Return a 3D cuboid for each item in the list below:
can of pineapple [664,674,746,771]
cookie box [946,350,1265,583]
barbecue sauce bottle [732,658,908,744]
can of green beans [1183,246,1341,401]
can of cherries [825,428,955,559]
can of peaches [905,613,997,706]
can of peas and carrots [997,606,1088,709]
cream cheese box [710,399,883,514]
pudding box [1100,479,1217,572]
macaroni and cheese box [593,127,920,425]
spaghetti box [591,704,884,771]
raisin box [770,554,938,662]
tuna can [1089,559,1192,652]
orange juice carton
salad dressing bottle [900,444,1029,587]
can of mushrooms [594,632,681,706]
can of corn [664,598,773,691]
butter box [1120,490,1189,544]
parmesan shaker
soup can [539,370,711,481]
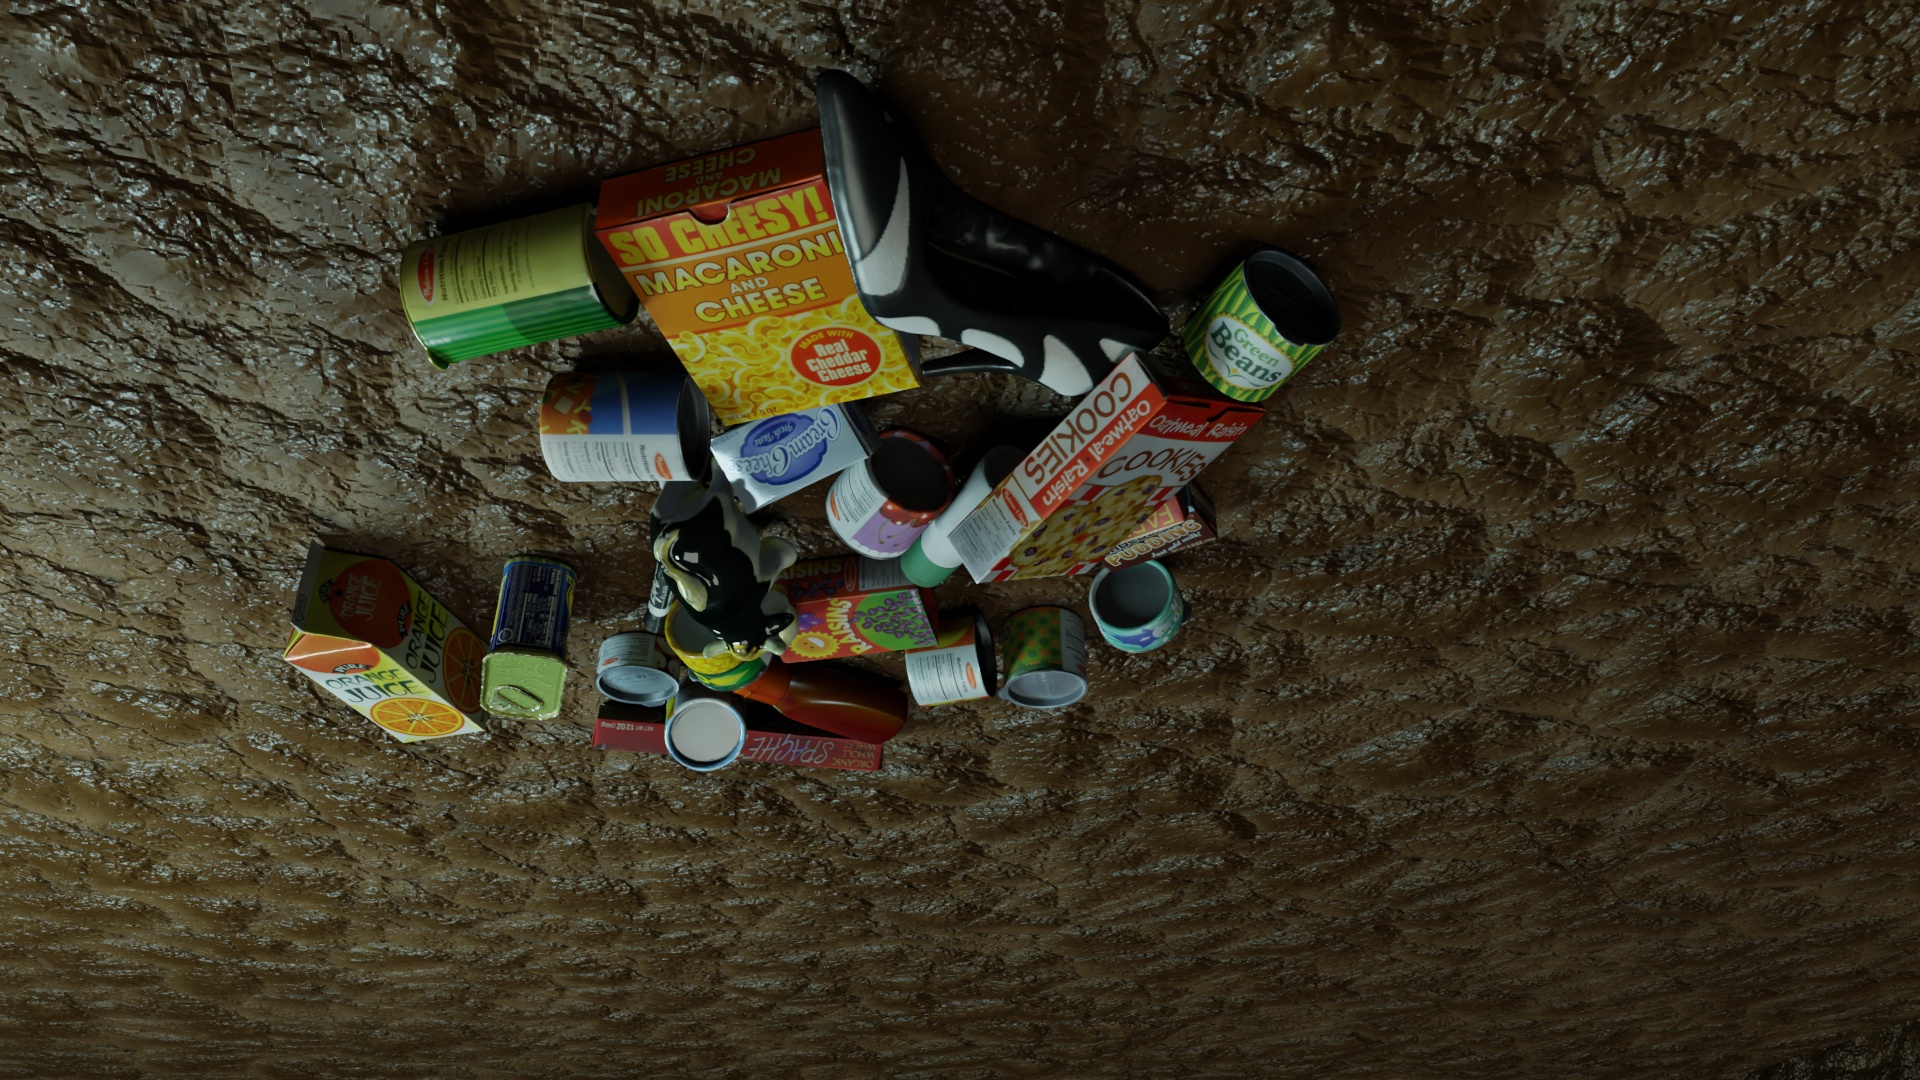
[{"bbox_3d":[-0.208,0.150,1.140,0.071,0.058,0.070,-3,106,-9],"label":"can of pineapple"},{"bbox_3d":[0.089,-0.040,0.835,0.166,0.040,0.123,-45,156,29],"label":"cookie box"},{"bbox_3d":[-0.119,0.129,1.154,0.148,0.044,0.064,22,142,-31],"label":"barbecue sauce bottle"},{"bbox_3d":[0.166,-0.119,0.770,0.071,0.071,0.057,15,143,-24],"label":"can of green beans"},{"bbox_3d":[-0.043,-0.031,0.896,0.071,0.072,0.058,16,141,-25],"label":"can of cherries"},{"bbox_3d":[-0.007,0.093,1.087,0.058,0.071,0.071,-10,146,12],"label":"can of peaches"},{"bbox_3d":[0.063,0.093,1.093,0.071,0.059,0.070,-1,146,0],"label":"can of peas and carrots"},{"bbox_3d":[-0.104,-0.060,0.862,0.103,0.024,0.053,-23,104,29],"label":"cream cheese box"},{"bbox_3d":[0.131,-0.012,0.964,0.083,0.030,0.049,-19,142,24],"label":"pudding box"},{"bbox_3d":[-0.103,-0.136,0.755,0.124,0.040,0.165,-11,146,12],"label":"macaroni and cheese box"},{"bbox_3d":[-0.190,0.172,1.208,0.250,0.028,0.050,7,-174,-13],"label":"spaghetti box"},{"bbox_3d":[-0.084,0.049,1.038,0.123,0.040,0.085,-8,146,7],"label":"raisin box"},{"bbox_3d":[0.131,0.046,1.017,0.071,0.071,0.032,-12,145,15],"label":"tuna can"},{"bbox_3d":[-0.430,0.076,1.033,0.073,0.072,0.192,-10,146,11],"label":"orange juice carton"},{"bbox_3d":[0.003,-0.012,0.936,0.044,0.064,0.147,45,144,0],"label":"salad dressing bottle"},{"bbox_3d":[-0.258,0.104,1.118,0.071,0.033,0.070,-2,146,-1],"label":"can of mushrooms"},{"bbox_3d":[-0.182,0.072,1.040,0.071,0.071,0.058,-9,147,10],"label":"can of corn"},{"bbox_3d":[0.096,-0.023,0.927,0.103,0.024,0.053,-20,103,25],"label":"butter box"},{"bbox_3d":[-0.228,-0.132,0.726,0.103,0.071,0.071,-9,146,11],"label":"parmesan shaker"},{"bbox_3d":[-0.197,-0.070,0.827,0.084,0.072,0.071,0,147,6],"label":"soup can"}]
